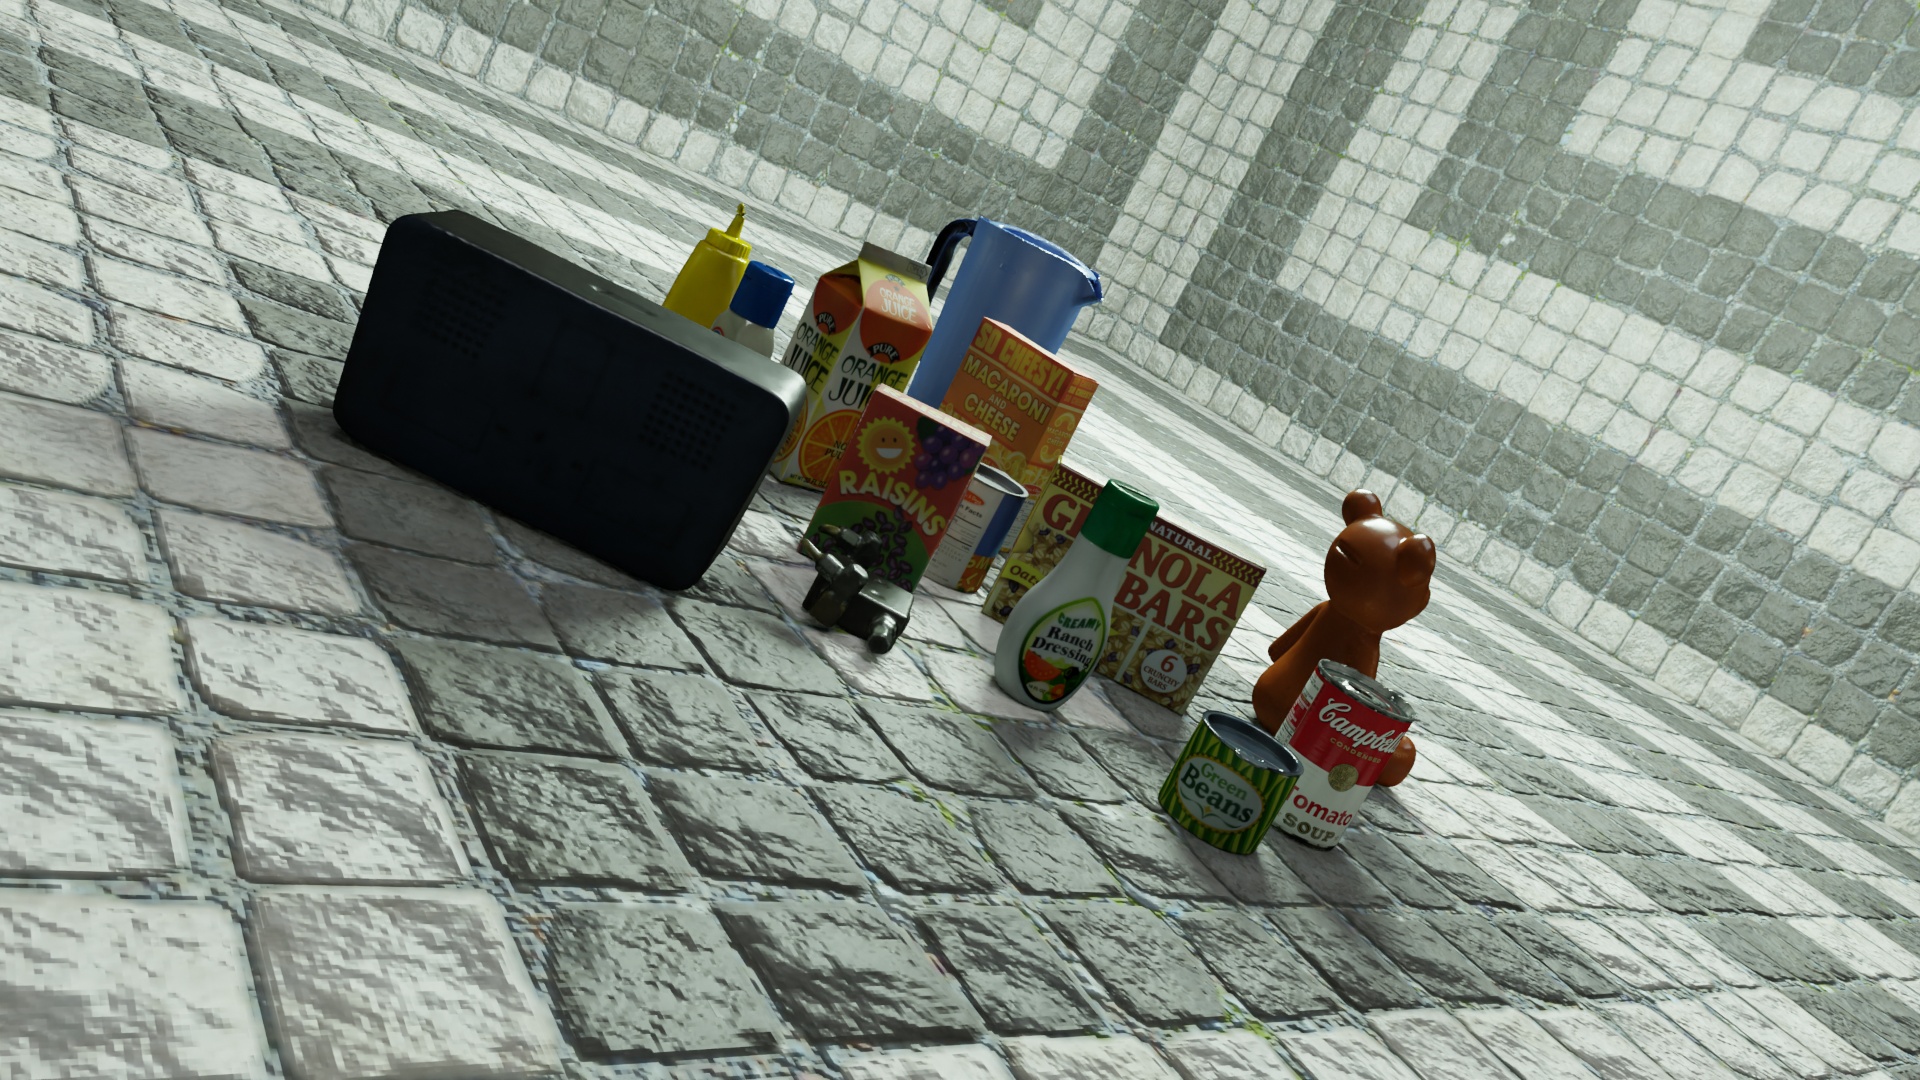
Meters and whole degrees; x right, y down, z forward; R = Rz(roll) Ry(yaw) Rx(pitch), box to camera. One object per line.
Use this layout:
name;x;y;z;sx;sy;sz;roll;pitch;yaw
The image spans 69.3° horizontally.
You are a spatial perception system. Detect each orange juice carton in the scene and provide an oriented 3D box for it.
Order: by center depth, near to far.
orange juice carton;-0.089;-0.136;1.083;0.072;0.192;0.073;15;18;-42

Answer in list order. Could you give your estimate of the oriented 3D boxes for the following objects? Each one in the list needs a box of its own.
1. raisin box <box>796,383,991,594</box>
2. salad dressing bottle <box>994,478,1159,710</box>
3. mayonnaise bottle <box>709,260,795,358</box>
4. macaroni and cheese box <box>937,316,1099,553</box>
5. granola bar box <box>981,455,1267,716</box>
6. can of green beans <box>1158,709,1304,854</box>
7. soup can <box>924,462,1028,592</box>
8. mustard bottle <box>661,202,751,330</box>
raisin box;-0.044;-0.032;0.932;0.086;0.123;0.040;27;13;-2
salad dressing bottle;0.073;0.033;0.863;0.064;0.147;0.044;21;15;-23
mayonnaise bottle;-0.167;-0.129;1.006;0.041;0.147;0.065;17;17;-37
macaroni and cheese box;0.032;-0.092;1.197;0.040;0.166;0.124;12;20;-48
granola bar box;0.116;0.032;0.994;0.165;0.124;0.039;27;13;1
can of green beans;0.158;0.142;0.816;0.071;0.057;0.071;25;14;-7
soup can;0.004;-0.013;1.034;0.071;0.083;0.071;25;14;-7
mustard bottle;-0.218;-0.219;1.209;0.065;0.159;0.049;24;14;-13
